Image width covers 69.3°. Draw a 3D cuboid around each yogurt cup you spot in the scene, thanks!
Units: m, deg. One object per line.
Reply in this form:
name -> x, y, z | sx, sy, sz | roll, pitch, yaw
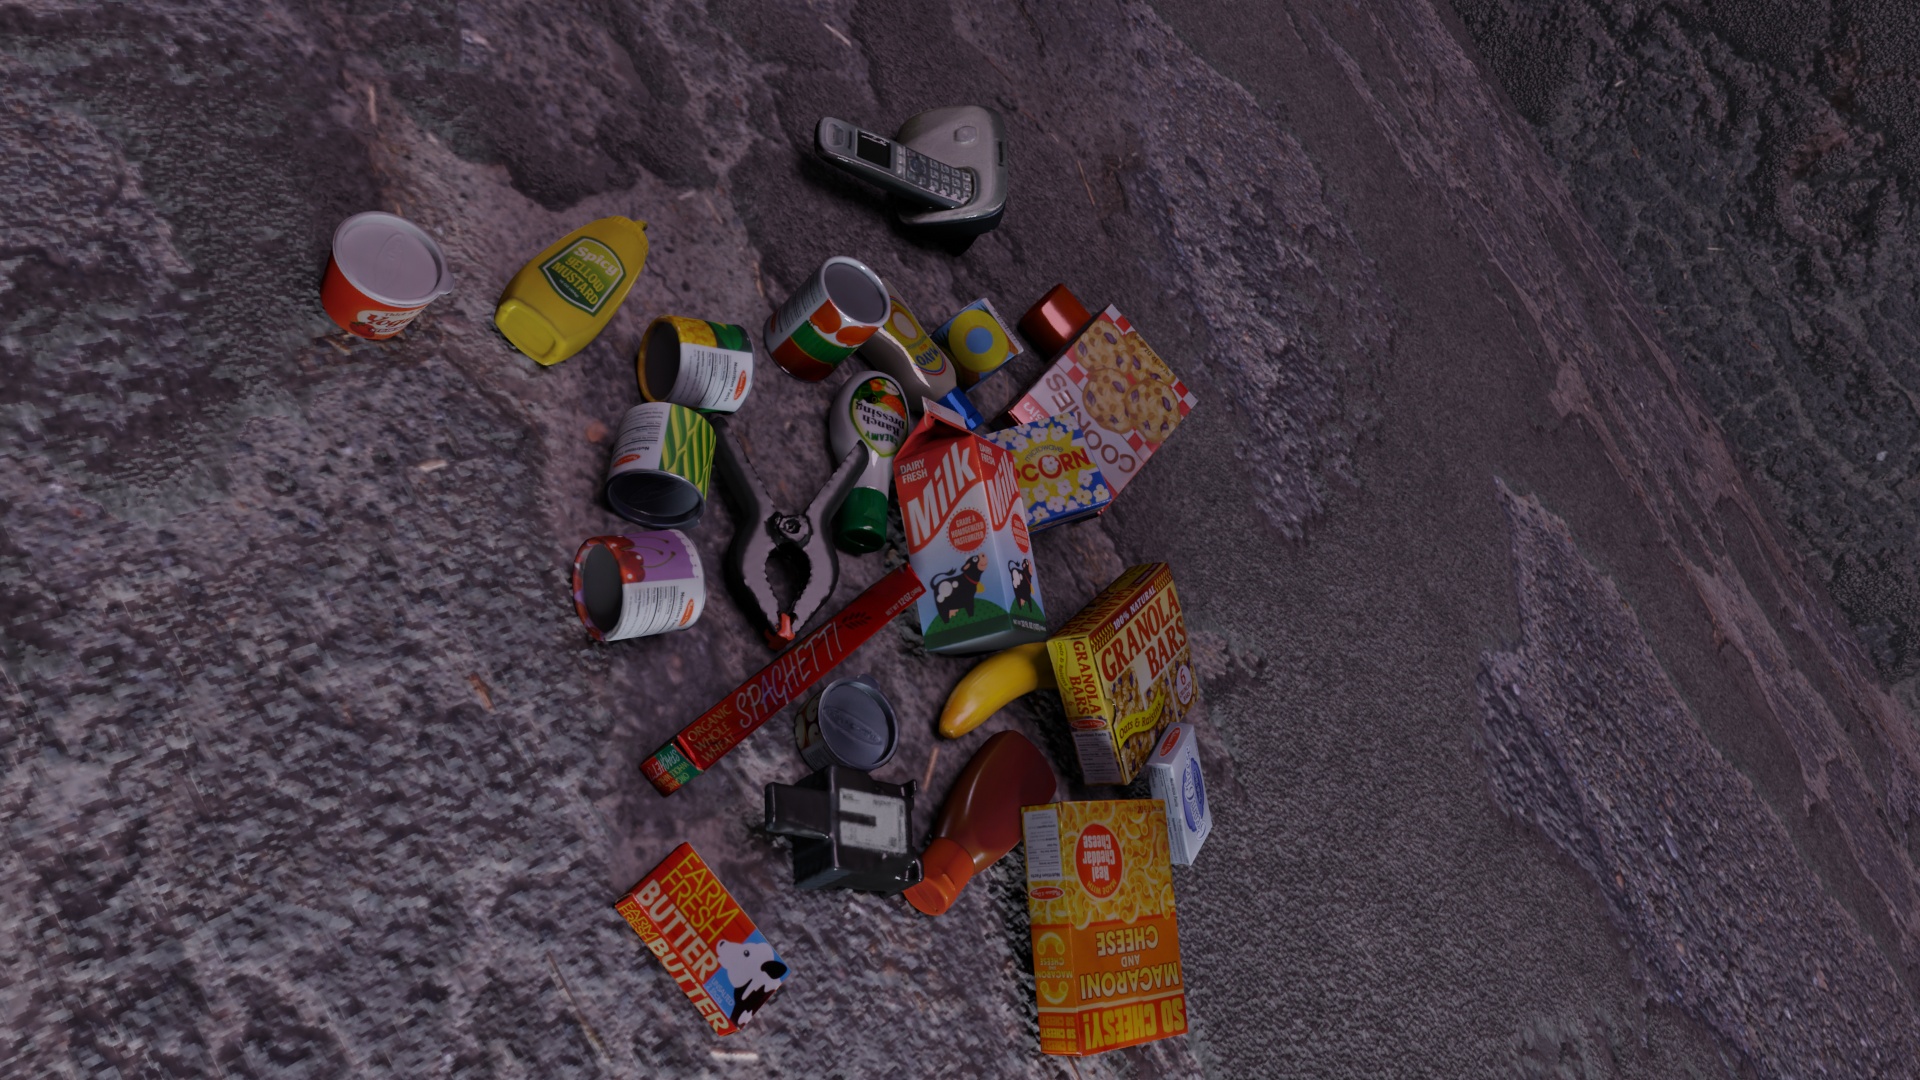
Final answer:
yogurt cup -> -0.360, -0.161, 0.859 | 0.072, 0.053, 0.073 | 23, 51, -31

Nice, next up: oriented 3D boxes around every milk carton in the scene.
milk carton -> 0.004, -0.013, 1.051 | 0.072, 0.073, 0.191 | 20, 56, -62

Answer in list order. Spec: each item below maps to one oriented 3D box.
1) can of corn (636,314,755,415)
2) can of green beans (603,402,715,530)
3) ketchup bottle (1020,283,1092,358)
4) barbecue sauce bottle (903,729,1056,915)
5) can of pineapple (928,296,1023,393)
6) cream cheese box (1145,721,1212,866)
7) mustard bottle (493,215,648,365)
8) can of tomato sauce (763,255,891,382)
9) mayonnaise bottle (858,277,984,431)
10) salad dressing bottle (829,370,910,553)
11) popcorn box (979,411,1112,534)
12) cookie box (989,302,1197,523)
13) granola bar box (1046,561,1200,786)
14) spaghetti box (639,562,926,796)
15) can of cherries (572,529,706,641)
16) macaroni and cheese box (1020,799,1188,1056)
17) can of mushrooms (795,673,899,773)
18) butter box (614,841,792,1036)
can of corn -> -0.189, -0.125, 0.985 | 0.058, 0.071, 0.071 | 3, 63, -41
can of green beans -> -0.199, -0.050, 0.926 | 0.071, 0.071, 0.058 | 25, 50, -29
ketchup bottle -> 0.124, -0.171, 1.315 | 0.148, 0.043, 0.065 | 47, 44, -9
barbecue sauce bottle -> 0.012, 0.199, 0.976 | 0.065, 0.043, 0.149 | 54, 42, -8
can of pineapple -> 0.010, -0.166, 1.193 | 0.058, 0.070, 0.071 | 54, 42, -2
cream cheese box -> 0.173, 0.201, 1.100 | 0.054, 0.024, 0.103 | -47, 131, -47
mustard bottle -> -0.260, -0.188, 0.972 | 0.065, 0.048, 0.161 | 42, 44, -16
can of tomato sauce -> -0.102, -0.171, 1.079 | 0.071, 0.082, 0.071 | 22, 52, -31
mayonnaise bottle -> -0.039, -0.146, 1.151 | 0.148, 0.041, 0.065 | 51, 40, -4
salad dressing bottle -> -0.071, -0.061, 1.065 | 0.064, 0.043, 0.148 | 22, 52, -28
popcorn box -> 0.051, -0.049, 1.142 | 0.127, 0.038, 0.085 | -17, 76, -24
cookie box -> 0.122, -0.115, 1.245 | 0.123, 0.040, 0.168 | 47, 60, -8
granola bar box -> 0.135, 0.103, 1.106 | 0.166, 0.039, 0.124 | -34, 112, -55
spaghetti box -> -0.112, 0.087, 0.930 | 0.028, 0.050, 0.251 | 53, 42, -1
can of cherries -> -0.204, 0.026, 0.875 | 0.058, 0.071, 0.071 | -6, 69, -43
macaroni and cheese box -> 0.103, 0.270, 0.988 | 0.124, 0.040, 0.167 | 10, 70, -44
can of mushrooms -> -0.077, 0.127, 0.948 | 0.071, 0.033, 0.071 | 22, 52, -30
butter box -> -0.151, 0.234, 0.819 | 0.103, 0.024, 0.053 | 52, 41, -4
